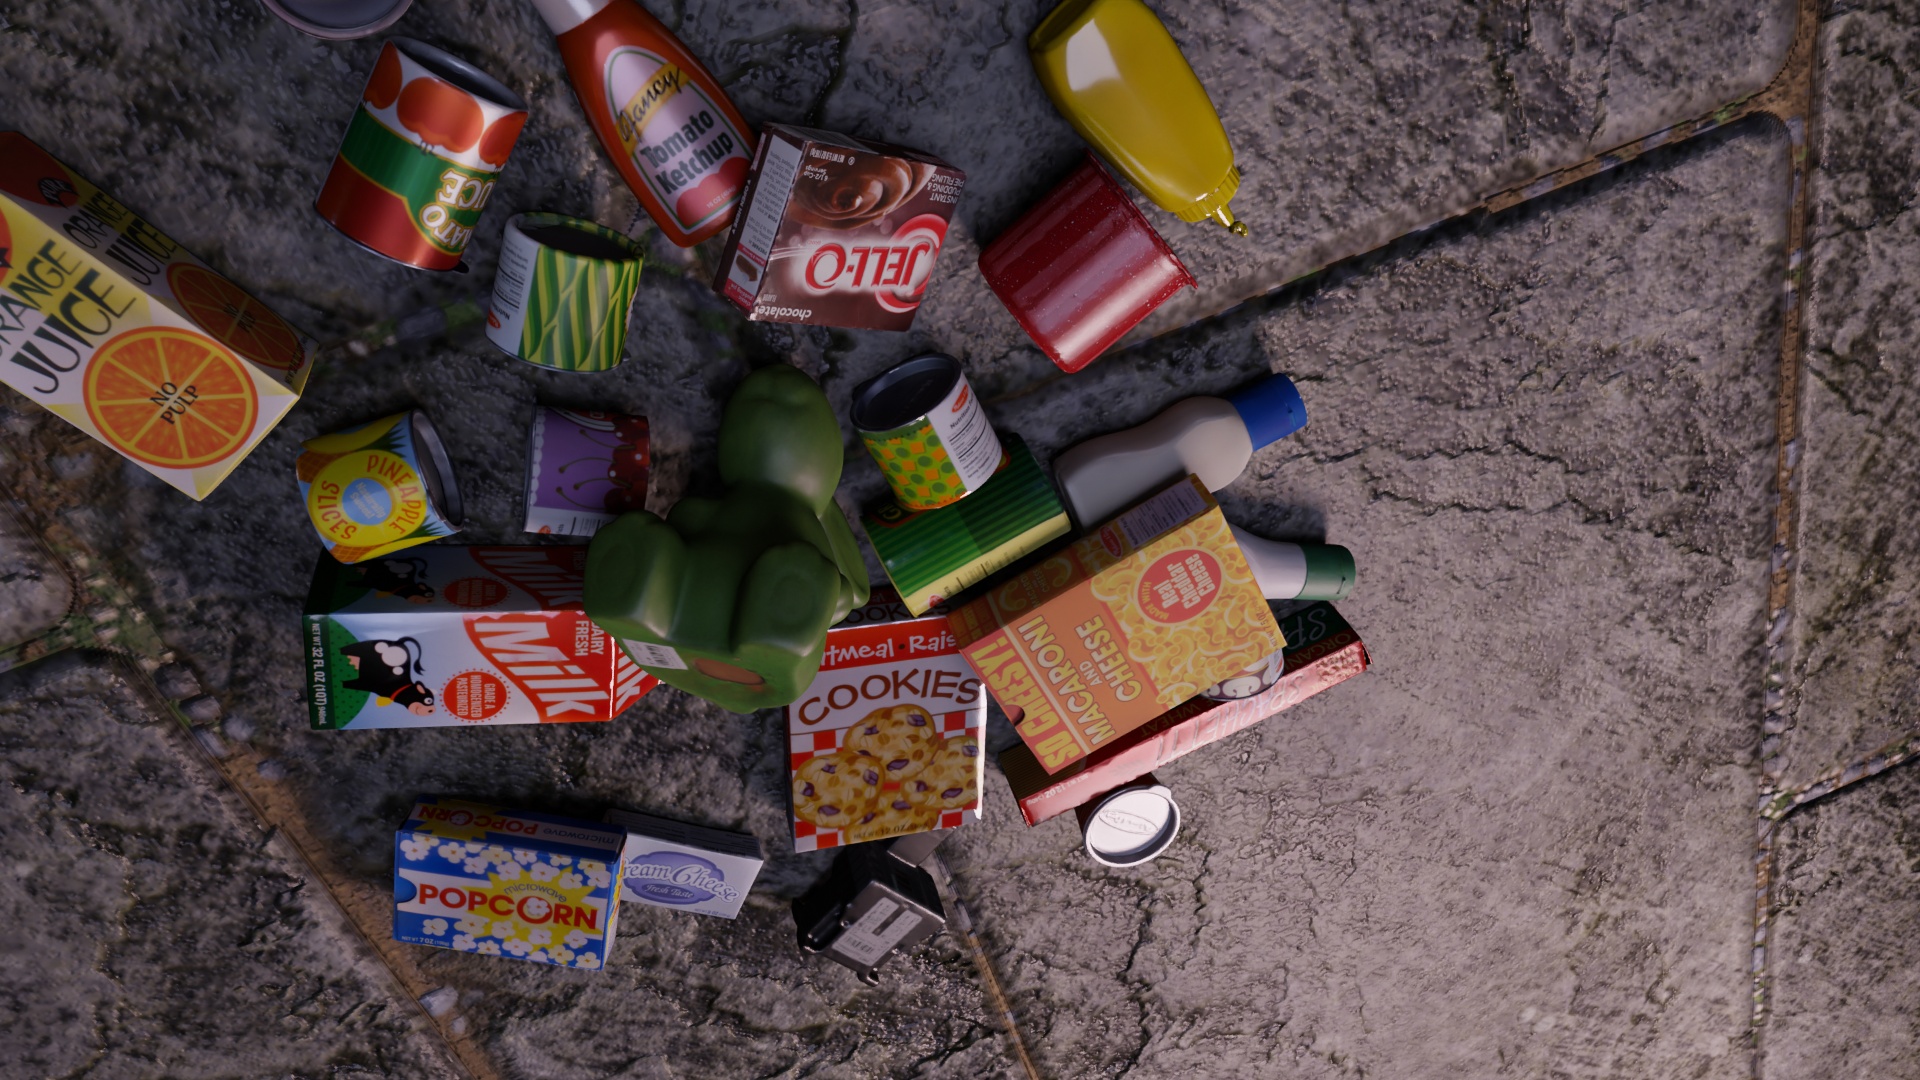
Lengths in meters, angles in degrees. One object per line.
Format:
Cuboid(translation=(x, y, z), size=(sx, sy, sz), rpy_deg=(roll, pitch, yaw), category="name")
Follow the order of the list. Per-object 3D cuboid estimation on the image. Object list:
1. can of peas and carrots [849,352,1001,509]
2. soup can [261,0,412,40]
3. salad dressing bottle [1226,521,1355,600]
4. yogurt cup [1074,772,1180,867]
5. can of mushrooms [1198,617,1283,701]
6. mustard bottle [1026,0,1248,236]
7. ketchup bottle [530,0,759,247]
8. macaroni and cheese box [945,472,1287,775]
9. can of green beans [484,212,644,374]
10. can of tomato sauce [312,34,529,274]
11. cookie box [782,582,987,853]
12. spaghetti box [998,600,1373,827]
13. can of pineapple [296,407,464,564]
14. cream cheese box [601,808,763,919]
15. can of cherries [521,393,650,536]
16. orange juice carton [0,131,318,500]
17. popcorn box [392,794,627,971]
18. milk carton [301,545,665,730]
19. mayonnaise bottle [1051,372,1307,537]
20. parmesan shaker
Cuboid(translation=(-0.020, -0.059, 0.759), size=(0.071, 0.071, 0.058), rpy_deg=(-29, 123, 1), category="can of peas and carrots")
Cuboid(translation=(-0.254, -0.249, 0.568), size=(0.071, 0.084, 0.071), rpy_deg=(-7, 120, -13), category="soup can")
Cuboid(translation=(0.176, 0.017, 0.873), size=(0.148, 0.044, 0.064), rpy_deg=(3, 118, -20), category="salad dressing bottle")
Cuboid(translation=(0.107, 0.177, 0.935), size=(0.072, 0.054, 0.072), rpy_deg=(-7, 120, -13), category="yogurt cup")
Cuboid(translation=(0.169, 0.070, 0.887), size=(0.071, 0.071, 0.033), rpy_deg=(-18, 122, -6), category="can of mushrooms")
Cuboid(translation=(0.101, -0.212, 0.718), size=(0.065, 0.049, 0.160), rpy_deg=(-42, 122, 8), category="mustard bottle")
Cuboid(translation=(-0.150, -0.212, 0.645), size=(0.065, 0.044, 0.148), rpy_deg=(-37, 122, -2), category="ketchup bottle")
Cuboid(translation=(0.093, 0.053, 0.816), size=(0.166, 0.040, 0.123), rpy_deg=(-30, 125, 5), category="macaroni and cheese box")
Cuboid(translation=(-0.191, -0.120, 0.671), size=(0.071, 0.071, 0.057), rpy_deg=(10, 115, -21), category="can of green beans")
Cuboid(translation=(-0.240, -0.172, 0.625), size=(0.071, 0.071, 0.083), rpy_deg=(23, 109, -27), category="can of tomato sauce")
Cuboid(translation=(-0.048, 0.108, 0.859), size=(0.123, 0.040, 0.166), rpy_deg=(-6, 121, -13), category="cookie box")
Cuboid(translation=(0.146, 0.112, 0.913), size=(0.250, 0.050, 0.028), rpy_deg=(-25, 124, -2), category="spaghetti box")
Cuboid(translation=(-0.288, -0.027, 0.692), size=(0.058, 0.071, 0.070), rpy_deg=(-18, 122, -6), category="can of pineapple")
Cuboid(translation=(-0.183, 0.206, 0.881), size=(0.104, 0.024, 0.053), rpy_deg=(17, 111, -24), category="cream cheese box")
Cuboid(translation=(-0.194, -0.038, 0.718), size=(0.058, 0.072, 0.071), rpy_deg=(5, 117, -19), category="can of cherries")
Cuboid(translation=(-0.394, -0.110, 0.612), size=(0.073, 0.072, 0.192), rpy_deg=(-44, 122, 9), category="orange juice carton")
Cuboid(translation=(-0.268, 0.205, 0.830), size=(0.127, 0.038, 0.084), rpy_deg=(10, 116, -5), category="popcorn box")
Cuboid(translation=(-0.243, 0.050, 0.746), size=(0.191, 0.074, 0.072), rpy_deg=(1, 118, -18), category="milk carton")
Cuboid(translation=(0.131, -0.051, 0.823), size=(0.148, 0.041, 0.064), rpy_deg=(-26, 124, -2), category="mayonnaise bottle")
Cuboid(translation=(0.003, -0.010, 0.794), size=(0.103, 0.071, 0.071), rpy_deg=(-29, 123, 0), category="parmesan shaker")
